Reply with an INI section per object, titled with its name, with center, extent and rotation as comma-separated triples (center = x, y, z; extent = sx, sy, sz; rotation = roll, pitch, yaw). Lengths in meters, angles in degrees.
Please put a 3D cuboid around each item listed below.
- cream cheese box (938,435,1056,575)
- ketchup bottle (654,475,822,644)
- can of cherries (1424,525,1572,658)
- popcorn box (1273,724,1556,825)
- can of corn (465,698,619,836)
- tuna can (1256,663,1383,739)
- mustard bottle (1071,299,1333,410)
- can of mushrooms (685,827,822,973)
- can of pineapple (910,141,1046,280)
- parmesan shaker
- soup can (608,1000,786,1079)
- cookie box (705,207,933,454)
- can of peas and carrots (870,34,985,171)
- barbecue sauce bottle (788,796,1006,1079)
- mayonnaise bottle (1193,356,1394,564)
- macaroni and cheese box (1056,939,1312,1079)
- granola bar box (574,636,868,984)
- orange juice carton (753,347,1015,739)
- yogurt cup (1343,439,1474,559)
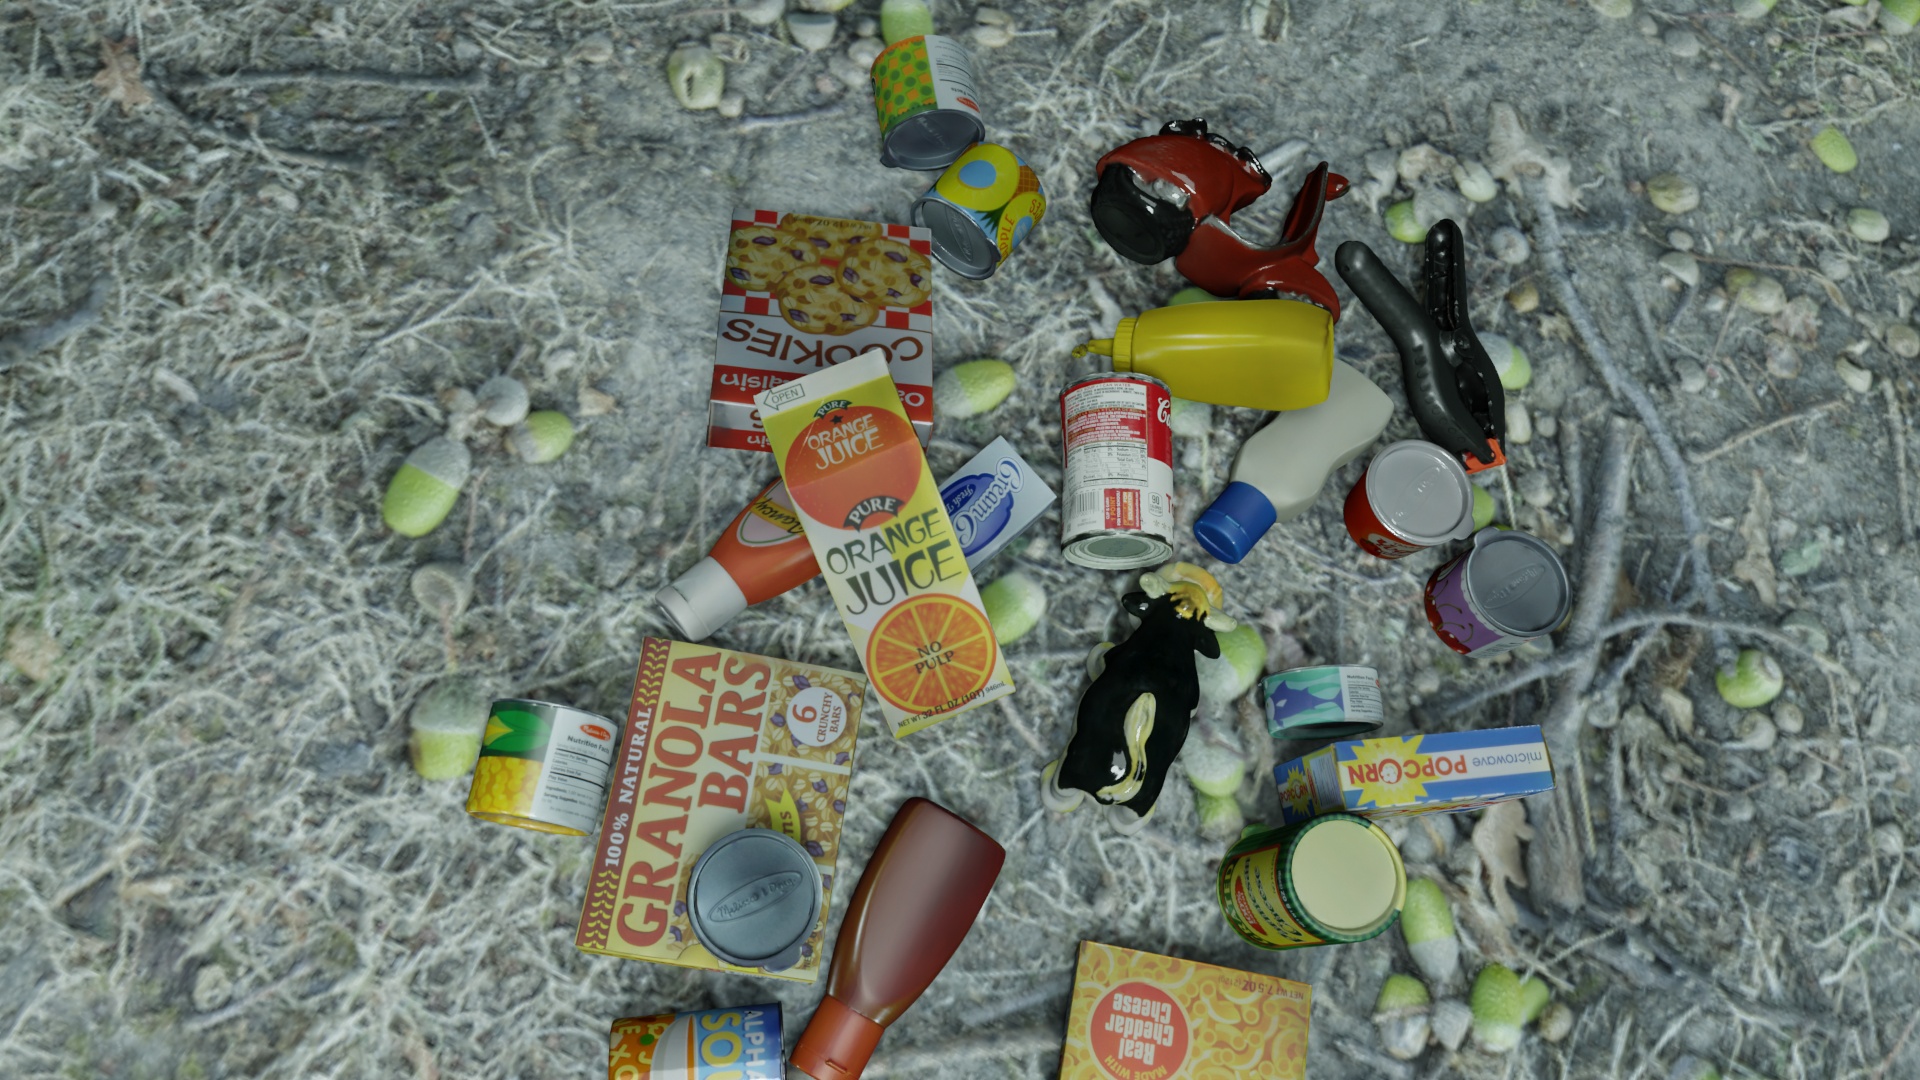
[cream cheese box]
center = 0.003, -0.010, 0.823
extent = 0.104, 0.024, 0.053
rotation = -41, 83, -19
[ketchup bottle]
center = -0.103, 0.001, 0.789
extent = 0.149, 0.043, 0.065
rotation = -39, 55, -19
[can of cherries]
center = 0.324, 0.031, 0.844
extent = 0.071, 0.058, 0.071
rotation = 3, 71, -7
[popcorn box]
center = 0.254, 0.134, 0.782
extent = 0.127, 0.085, 0.038
rotation = -3, 73, -11
[can of corn]
center = -0.218, 0.118, 0.722
extent = 0.071, 0.071, 0.058
rotation = 11, 70, -6
[tuna can]
center = 0.206, 0.094, 0.800
extent = 0.071, 0.071, 0.033
rotation = 0, 72, -9
[mustard bottle]
center = 0.146, -0.117, 0.855
extent = 0.160, 0.065, 0.049
rotation = 6, 49, 19
[can of mushrooms]
center = -0.102, 0.181, 0.692
extent = 0.071, 0.033, 0.071
rotation = 4, 70, -10
[can of pineapple]
center = 0.013, -0.206, 0.870
extent = 0.071, 0.070, 0.058
rotation = 37, 70, 4
[parmesan shaker]
center = 0.184, 0.181, 0.745
extent = 0.071, 0.102, 0.071
rotation = 3, 71, -8
[soup can]
center = -0.128, 0.264, 0.681
extent = 0.084, 0.071, 0.071
rotation = -3, 72, -10
[cookie box]
center = -0.079, -0.121, 0.814
extent = 0.123, 0.040, 0.168
rotation = 5, 51, -8
[can of peas and carrots]
center = -0.024, -0.279, 0.892
extent = 0.071, 0.070, 0.059
rotation = -7, 72, -12
[barbecue sauce bottle]
center = -0.036, 0.213, 0.729
extent = 0.065, 0.043, 0.149
rotation = 34, 70, -10
[mayonnaise bottle]
center = 0.203, -0.048, 0.861
extent = 0.065, 0.041, 0.148
rotation = 40, 71, 13
[macaroni and cheese box]
center = 0.108, 0.301, 0.706
extent = 0.124, 0.040, 0.167
rotation = 10, 64, 5
[granola bar box]
center = -0.124, 0.143, 0.741
extent = 0.124, 0.039, 0.166
rotation = 10, 70, -6
[orange juice carton]
center = -0.040, -0.002, 0.734
extent = 0.072, 0.073, 0.192
rotation = -22, 109, -1
[yogurt cup]
center = 0.272, -0.022, 0.856
extent = 0.072, 0.053, 0.072
rotation = 3, 71, -8
